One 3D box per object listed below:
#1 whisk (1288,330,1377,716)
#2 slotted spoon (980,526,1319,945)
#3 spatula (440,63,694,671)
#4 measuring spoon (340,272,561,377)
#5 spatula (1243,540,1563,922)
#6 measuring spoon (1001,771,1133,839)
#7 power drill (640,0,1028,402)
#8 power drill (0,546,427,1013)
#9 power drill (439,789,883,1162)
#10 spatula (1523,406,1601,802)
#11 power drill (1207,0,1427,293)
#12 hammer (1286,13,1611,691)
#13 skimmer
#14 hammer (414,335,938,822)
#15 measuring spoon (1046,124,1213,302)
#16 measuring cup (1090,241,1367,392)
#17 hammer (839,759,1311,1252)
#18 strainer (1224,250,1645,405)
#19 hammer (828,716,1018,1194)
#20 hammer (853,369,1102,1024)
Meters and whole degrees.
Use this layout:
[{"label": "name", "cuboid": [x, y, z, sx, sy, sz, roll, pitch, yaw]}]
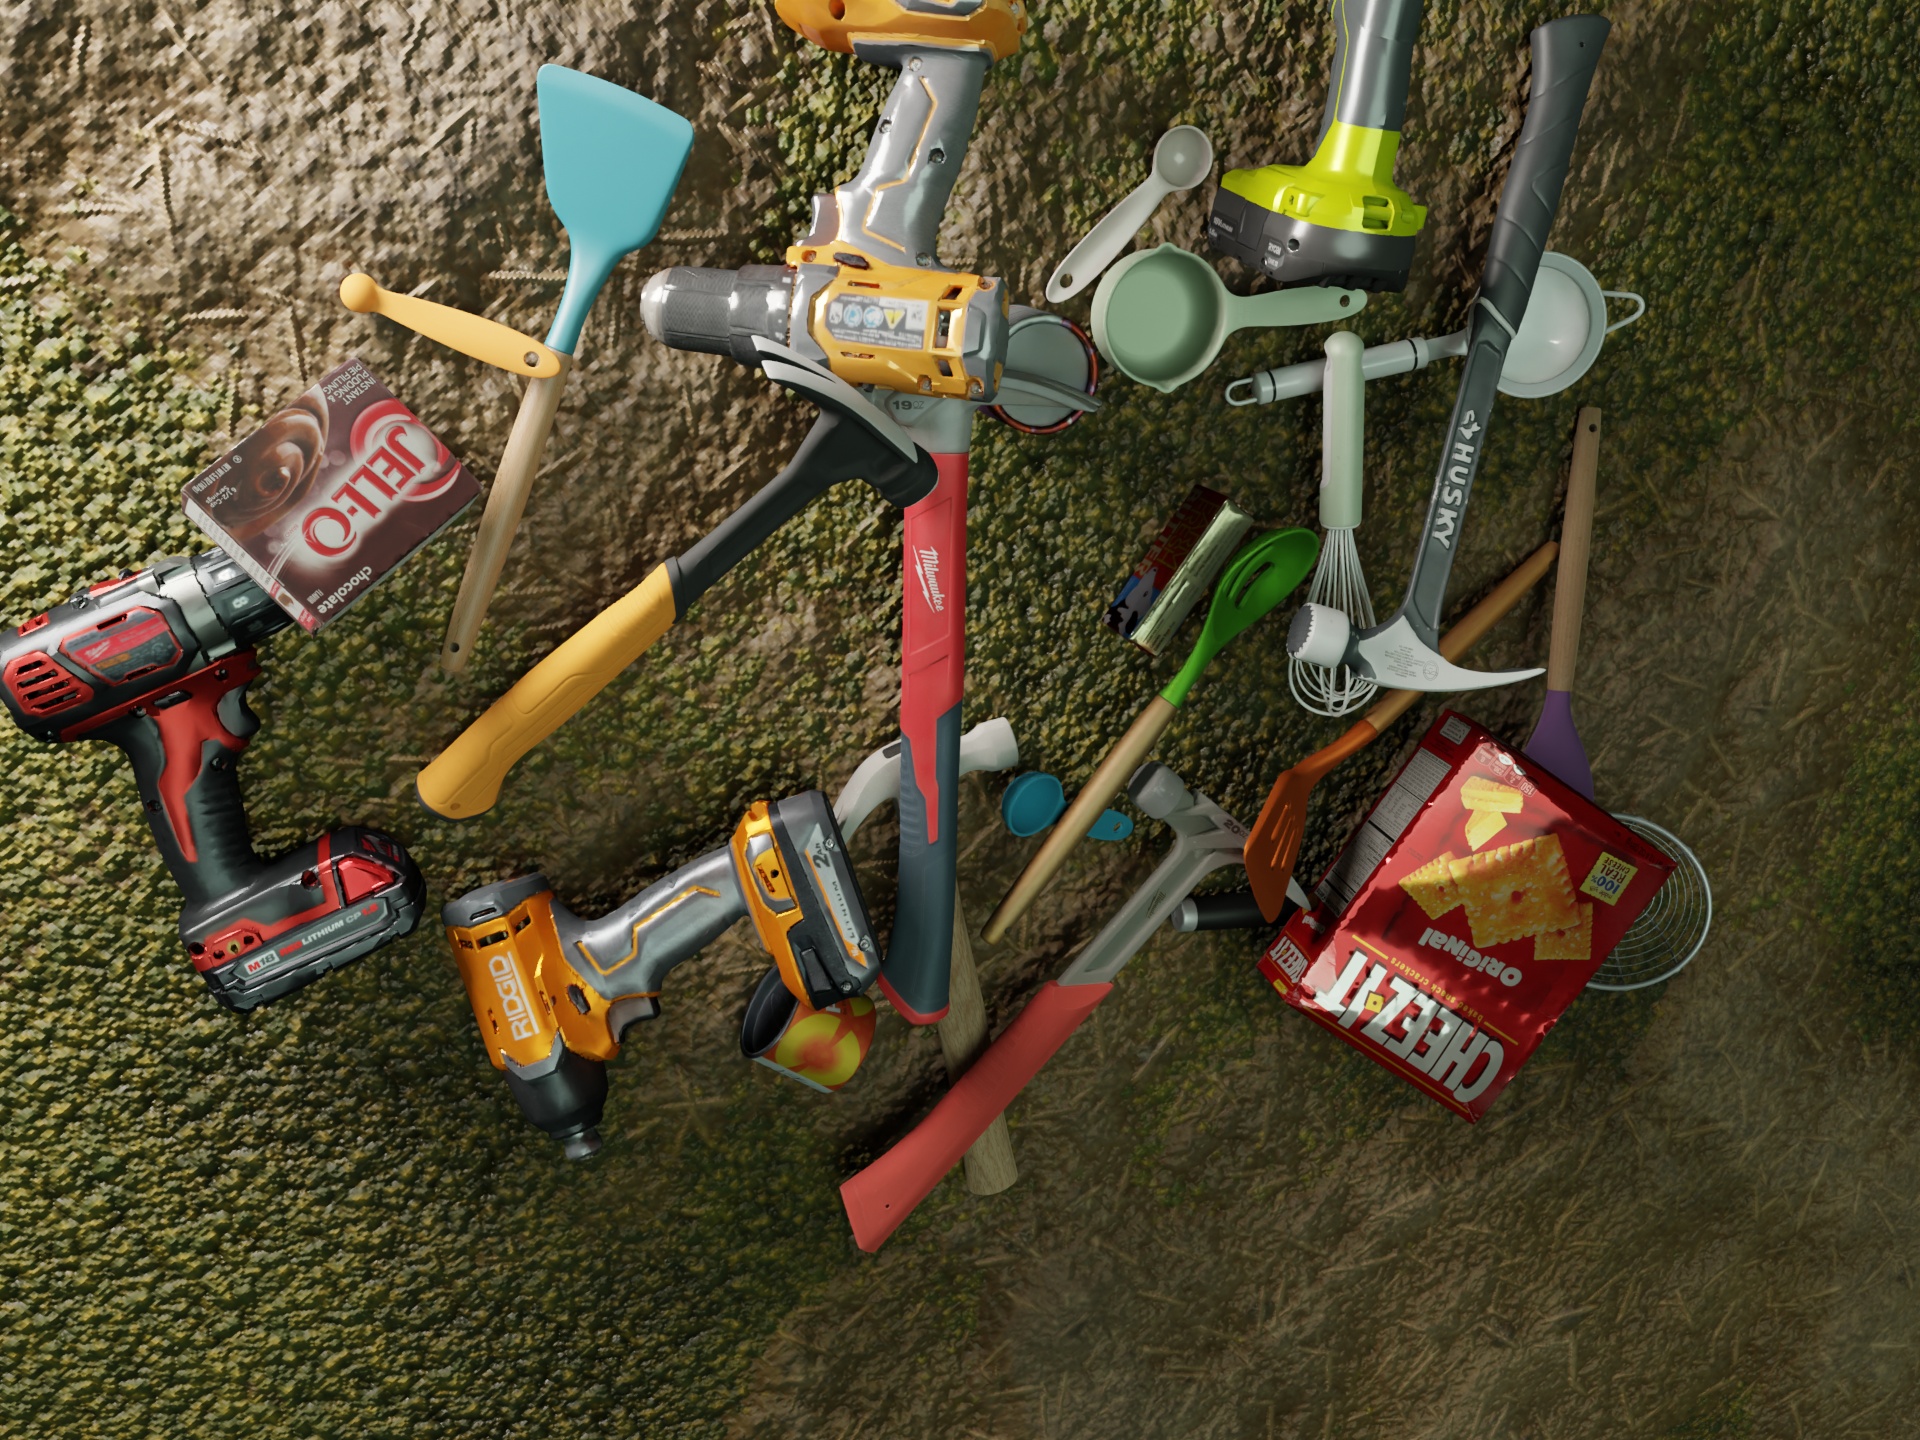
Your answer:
[{"label": "whisk", "cuboid": [0.231, -0.114, 0.970, 0.059, 0.058, 0.246, -3, 115, 5]}, {"label": "slotted spoon", "cuboid": [0.109, 0.008, 0.959, 0.314, 0.031, 0.070, -53, 146, 3]}, {"label": "spatula", "cuboid": [-0.222, -0.169, 0.826, 0.082, 0.044, 0.317, 22, 104, -2]}, {"label": "measuring spoon", "cuboid": [-0.258, -0.197, 0.802, 0.117, 0.011, 0.021, 21, 108, -3]}, {"label": "spatula", "cuboid": [0.282, -0.007, 1.007, 0.322, 0.041, 0.080, -42, 136, -14]}, {"label": "measuring spoon", "cuboid": [0.066, 0.056, 0.991, 0.128, 0.021, 0.042, 18, 104, -50]}, {"label": "power drill", "cuboid": [-0.059, -0.278, 0.790, 0.185, 0.084, 0.226, 7, 96, 6]}, {"label": "power drill", "cuboid": [-0.361, 0.016, 0.832, 0.188, 0.080, 0.226, -27, 110, -14]}, {"label": "power drill", "cuboid": [-0.162, 0.143, 0.902, 0.226, 0.084, 0.164, -19, 90, -3]}, {"label": "spatula", "cuboid": [0.398, -0.045, 1.044, 0.059, 0.018, 0.316, 2, 97, -7]}, {"label": "power drill", "cuboid": [0.203, -0.351, 0.834, 0.080, 0.171, 0.223, 1, 117, -17]}, {"label": "hammer", "cuboid": [0.312, -0.213, 0.927, 0.149, 0.036, 0.409, 15, 90, -10]}, {"label": "skimmer", "cuboid": [0.325, 0.128, 1.072, 0.363, 0.090, 0.127, -1, 100, -16]}, {"label": "hammer", "cuboid": [-0.172, -0.056, 0.830, 0.337, 0.034, 0.127, -38, 141, 17]}, {"label": "measuring spoon", "cuboid": [0.092, -0.285, 0.900, 0.124, 0.018, 0.034, -45, 115, 9]}, {"label": "measuring cup", "cuboid": [0.154, -0.238, 0.921, 0.167, 0.038, 0.083, -9, 111, -16]}, {"label": "hammer", "cuboid": [0.058, 0.200, 1.011, 0.149, 0.037, 0.359, 40, 94, -23]}, {"label": "strainer", "cuboid": [0.282, -0.226, 0.964, 0.258, 0.050, 0.087, -14, 105, -6]}, {"label": "hammer", "cuboid": [-0.007, 0.164, 1.016, 0.130, 0.031, 0.331, -15, 113, -12]}, {"label": "hammer", "cuboid": [-0.001, -0.003, 0.899, 0.143, 0.038, 0.386, 6, 110, 12]}]
